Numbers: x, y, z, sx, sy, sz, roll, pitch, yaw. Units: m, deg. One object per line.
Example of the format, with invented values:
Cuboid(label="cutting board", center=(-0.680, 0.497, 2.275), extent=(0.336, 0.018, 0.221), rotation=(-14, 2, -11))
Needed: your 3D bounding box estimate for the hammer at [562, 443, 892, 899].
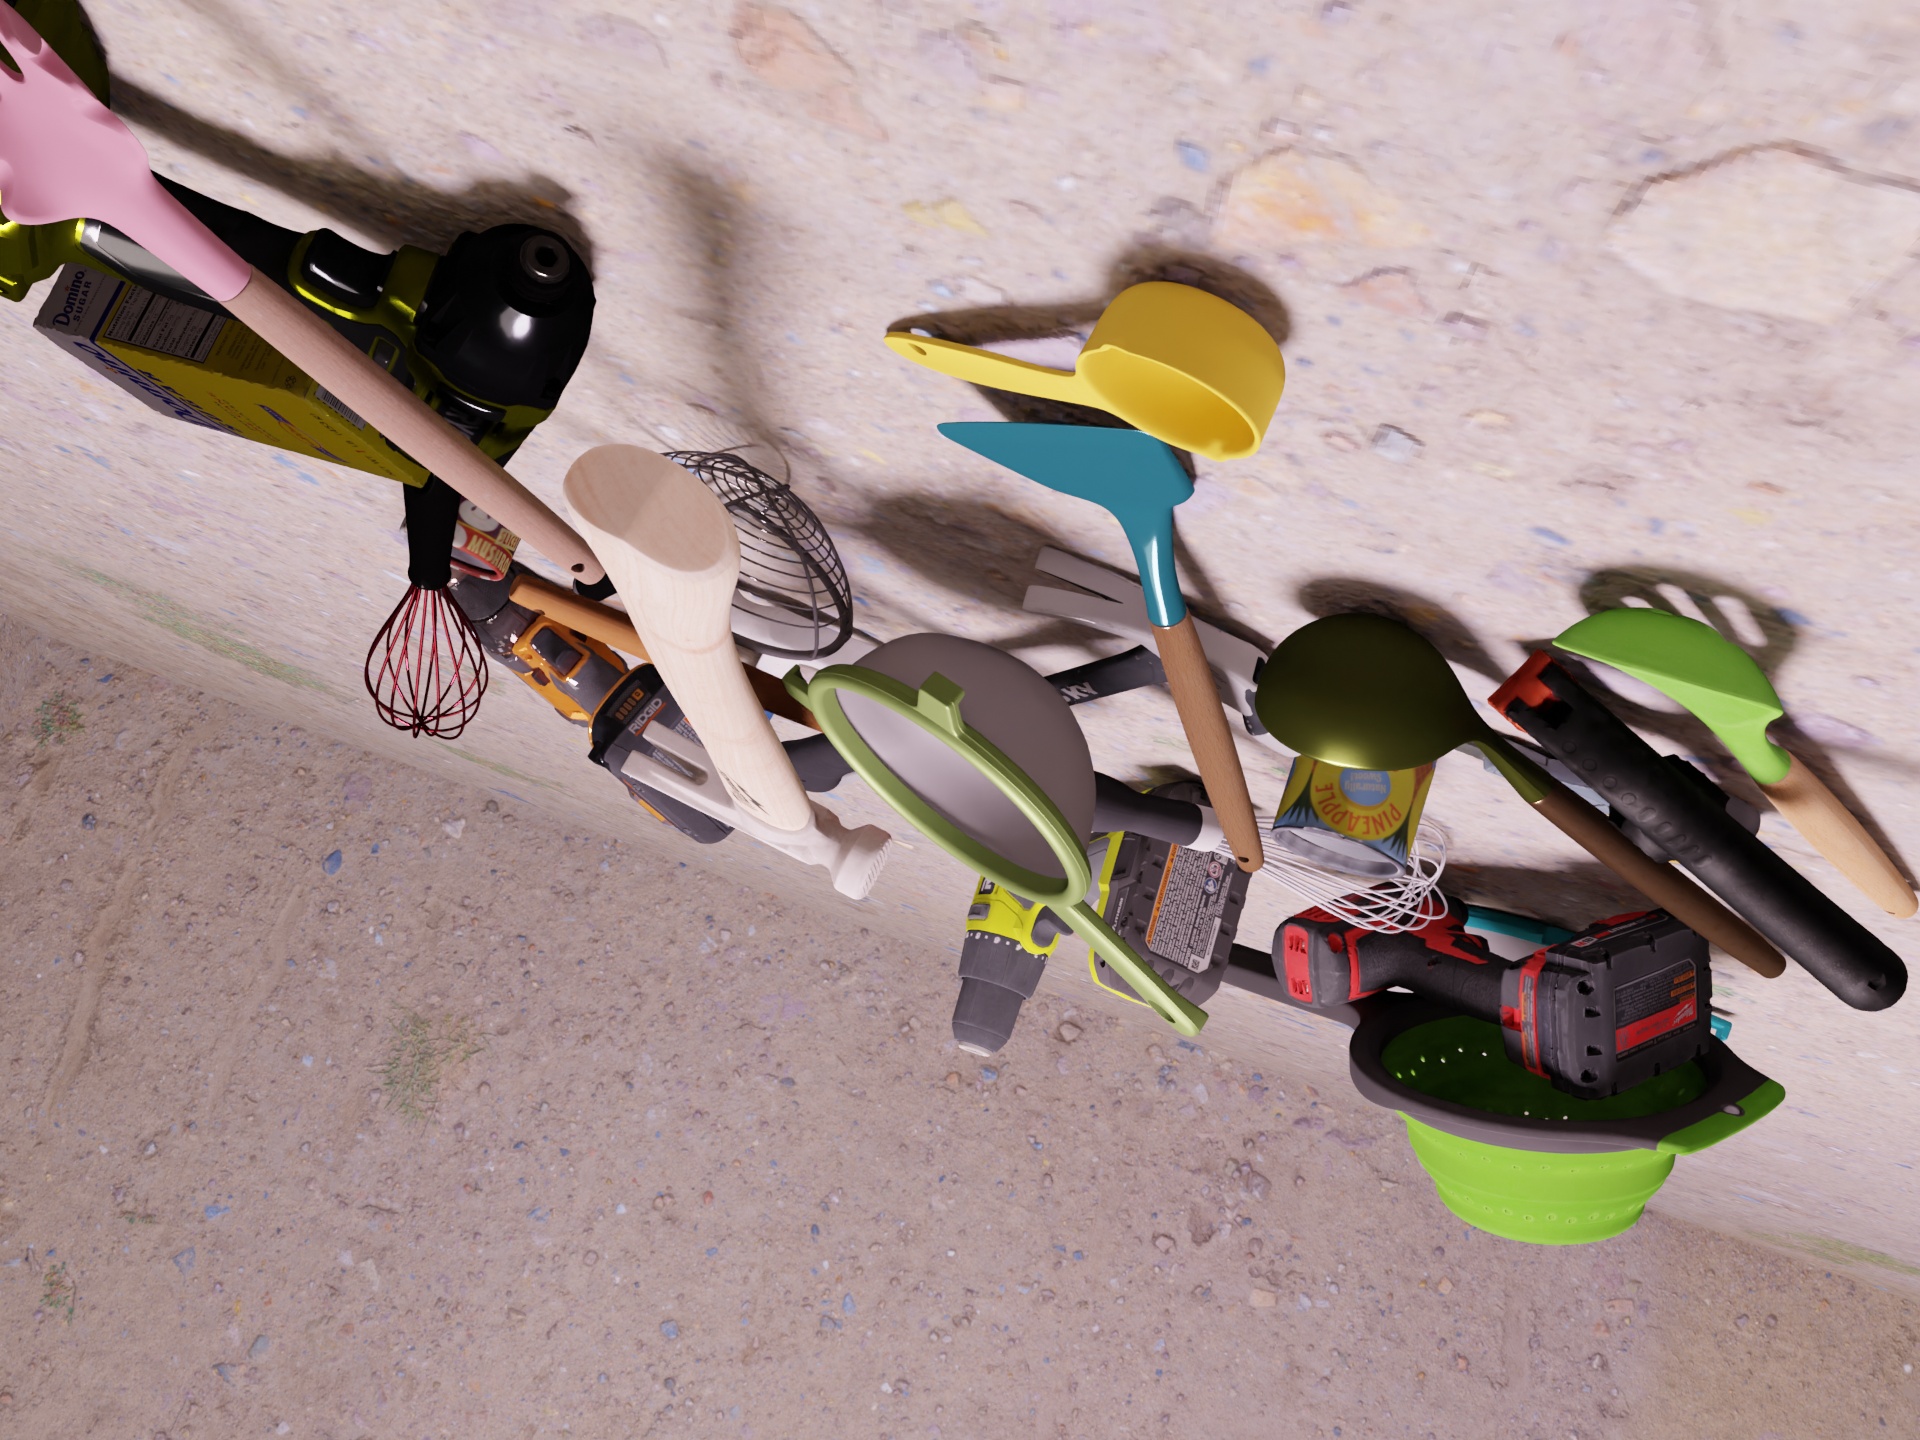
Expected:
Cuboid(label="hammer", center=(-0.106, -0.011, 0.649), extent=(0.146, 0.038, 0.410), rotation=(26, 165, 8))

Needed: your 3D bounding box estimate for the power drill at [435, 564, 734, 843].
Cuboid(label="power drill", center=(-0.240, -0.029, 1.026), extent=(0.226, 0.084, 0.185), rotation=(33, 168, 38))

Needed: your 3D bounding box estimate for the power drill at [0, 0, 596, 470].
Cuboid(label="power drill", center=(-0.242, -0.167, 0.550), extent=(0.223, 0.080, 0.171), rotation=(22, 163, -23))

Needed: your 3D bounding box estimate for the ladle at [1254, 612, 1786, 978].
Cuboid(label="ladle", center=(0.246, 0.048, 0.663), extent=(0.320, 0.062, 0.078), rotation=(31, -158, -28))

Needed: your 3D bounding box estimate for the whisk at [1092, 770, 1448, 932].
Cuboid(label="whisk", center=(0.149, 0.061, 0.828), extent=(0.284, 0.070, 0.070), rotation=(15, 171, -29))

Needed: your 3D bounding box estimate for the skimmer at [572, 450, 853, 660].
Cuboid(label="skimmer", center=(-0.158, -0.065, 0.799), extent=(0.127, 0.090, 0.363), rotation=(26, 166, -22))

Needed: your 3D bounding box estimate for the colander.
Cuboid(label="colander", center=(0.274, 0.216, 0.952), extent=(0.204, 0.094, 0.397), rotation=(-11, -167, -35))

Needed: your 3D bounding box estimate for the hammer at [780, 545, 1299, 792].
Cuboid(label="hammer", center=(-0.001, -0.003, 0.836), extent=(0.149, 0.036, 0.409), rotation=(29, 157, -25))

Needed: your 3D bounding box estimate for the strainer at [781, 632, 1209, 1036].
Cuboid(label="strainer", center=(0.044, 0.044, 0.714), extent=(0.256, 0.069, 0.151), rotation=(46, 162, -23))

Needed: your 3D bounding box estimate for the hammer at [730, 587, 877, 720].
Cuboid(label="hammer", center=(-0.131, -0.017, 1.082), extent=(0.144, 0.035, 0.405), rotation=(23, 167, -9))

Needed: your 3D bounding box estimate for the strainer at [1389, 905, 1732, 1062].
Cuboid(label="strainer", center=(0.342, 0.203, 1.130), extent=(0.210, 0.095, 0.340), rotation=(27, 164, -29))

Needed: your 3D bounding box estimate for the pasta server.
Cuboid(label="pasta server", center=(-0.210, -0.117, 0.507), extent=(0.060, 0.040, 0.315), rotation=(-26, 147, 13))

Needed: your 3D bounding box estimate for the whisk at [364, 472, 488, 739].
Cuboid(label="whisk", center=(-0.303, -0.072, 0.909), extent=(0.073, 0.073, 0.295), rotation=(22, 145, -6))

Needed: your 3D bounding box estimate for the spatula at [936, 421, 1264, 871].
Cuboid(label="spatula", center=(0.083, -0.018, 0.637), extent=(0.082, 0.044, 0.317), rotation=(8, 147, 29))

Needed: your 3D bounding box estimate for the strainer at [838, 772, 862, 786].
Cuboid(label="strainer", center=(-0.043, 0.032, 1.141), extent=(0.087, 0.050, 0.258), rotation=(-28, 162, 7))

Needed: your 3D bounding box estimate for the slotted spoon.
Cuboid(label="slotted spoon", center=(0.310, 0.024, 0.597), extent=(0.313, 0.031, 0.070), rotation=(29, 179, -41))

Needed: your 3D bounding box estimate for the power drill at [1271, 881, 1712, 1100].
Cuboid(label="power drill", center=(0.301, 0.139, 0.908), extent=(0.143, 0.078, 0.220), rotation=(-10, -170, -32))

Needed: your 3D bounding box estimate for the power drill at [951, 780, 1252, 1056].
Cuboid(label="power drill", center=(0.077, 0.127, 1.026), extent=(0.080, 0.191, 0.228), rotation=(26, 162, -24))

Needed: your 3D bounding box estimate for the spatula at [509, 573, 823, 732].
Cuboid(label="spatula", center=(-0.074, 0.004, 0.787), extent=(0.322, 0.041, 0.081), rotation=(24, 161, -31))

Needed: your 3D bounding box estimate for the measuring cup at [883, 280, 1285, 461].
Cuboid(label="measuring cup", center=(0.031, -0.114, 0.480), extent=(0.157, 0.029, 0.062), rotation=(24, 174, 45))
